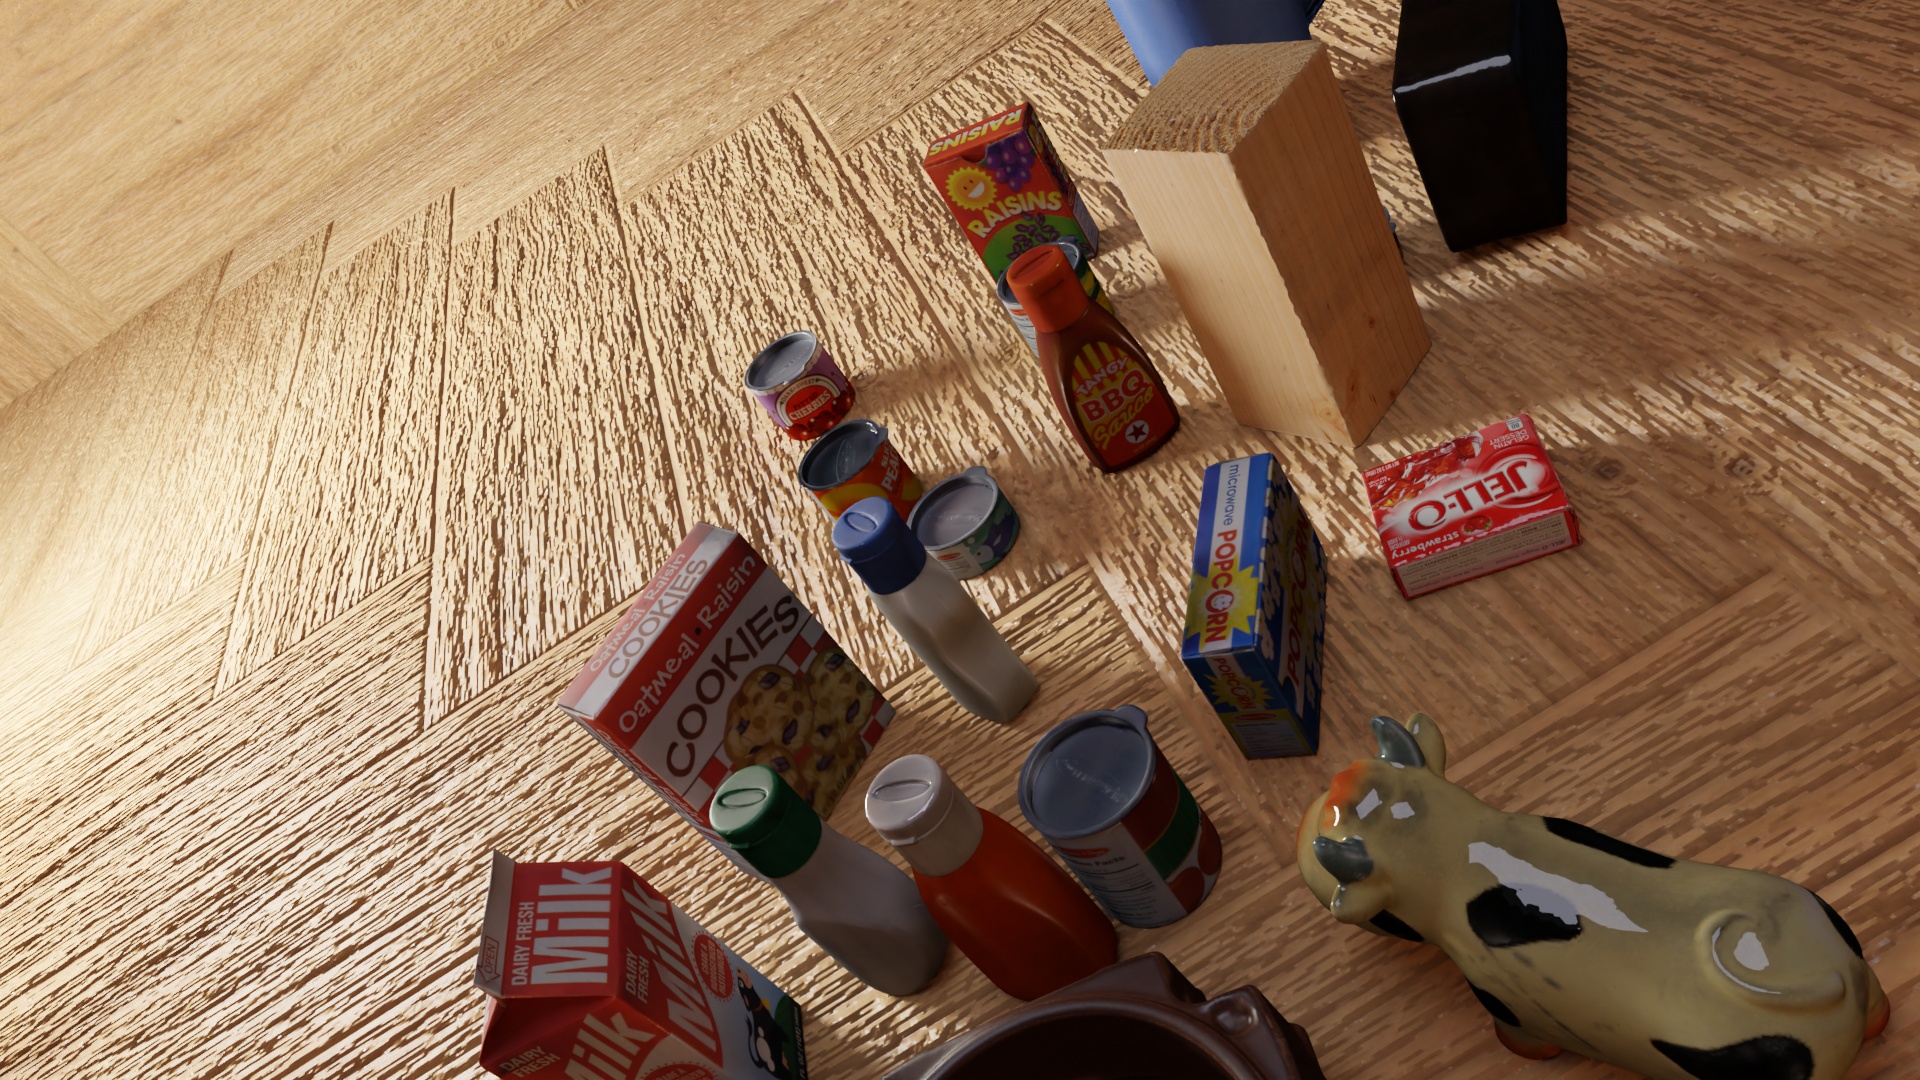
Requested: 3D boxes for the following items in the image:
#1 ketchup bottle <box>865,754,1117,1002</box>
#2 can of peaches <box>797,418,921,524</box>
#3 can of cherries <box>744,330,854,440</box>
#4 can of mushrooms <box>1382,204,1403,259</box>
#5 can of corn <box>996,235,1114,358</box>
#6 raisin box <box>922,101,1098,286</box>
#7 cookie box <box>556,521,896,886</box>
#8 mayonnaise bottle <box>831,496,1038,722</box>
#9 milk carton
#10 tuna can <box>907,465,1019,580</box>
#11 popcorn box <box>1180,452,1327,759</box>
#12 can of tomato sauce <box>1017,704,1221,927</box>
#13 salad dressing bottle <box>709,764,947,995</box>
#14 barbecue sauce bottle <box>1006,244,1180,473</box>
[{"bbox_3d":[0.011,0.149,0.604,0.064,0.148,0.044,-14,42,27],"label":"ketchup bottle"},{"bbox_3d":[-0.066,-0.041,0.947,0.071,0.058,0.071,-21,39,19],"label":"can of peaches"},{"bbox_3d":[-0.124,-0.118,1.076,0.071,0.058,0.072,-21,39,19],"label":"can of cherries"},{"bbox_3d":[0.245,-0.182,0.877,0.071,0.033,0.071,-21,39,19],"label":"can of mushrooms"},{"bbox_3d":[0.069,-0.170,0.981,0.071,0.058,0.071,-21,39,19],"label":"can of corn"},{"bbox_3d":[0.040,-0.256,1.044,0.086,0.123,0.040,-14,42,26],"label":"raisin box"},{"bbox_3d":[-0.121,0.091,0.755,0.040,0.167,0.123,8,55,43],"label":"cookie box"},{"bbox_3d":[-0.015,0.038,0.746,0.041,0.147,0.065,-48,38,-15],"label":"mayonnaise bottle"},{"bbox_3d":[-0.150,0.213,0.626,0.073,0.190,0.073,-29,37,10],"label":"milk carton"},{"bbox_3d":[0.003,-0.011,0.881,0.071,0.032,0.071,-21,39,19],"label":"tuna can"},{"bbox_3d":[0.147,0.031,0.679,0.038,0.085,0.127,-12,43,29],"label":"popcorn box"},{"bbox_3d":[0.075,0.126,0.634,0.071,0.083,0.071,-22,39,19],"label":"can of tomato sauce"},{"bbox_3d":[-0.060,0.160,0.649,0.064,0.147,0.044,-10,44,31],"label":"salad dressing bottle"},{"bbox_3d":[0.076,-0.110,0.835,0.065,0.148,0.044,-35,37,2],"label":"barbecue sauce bottle"}]
